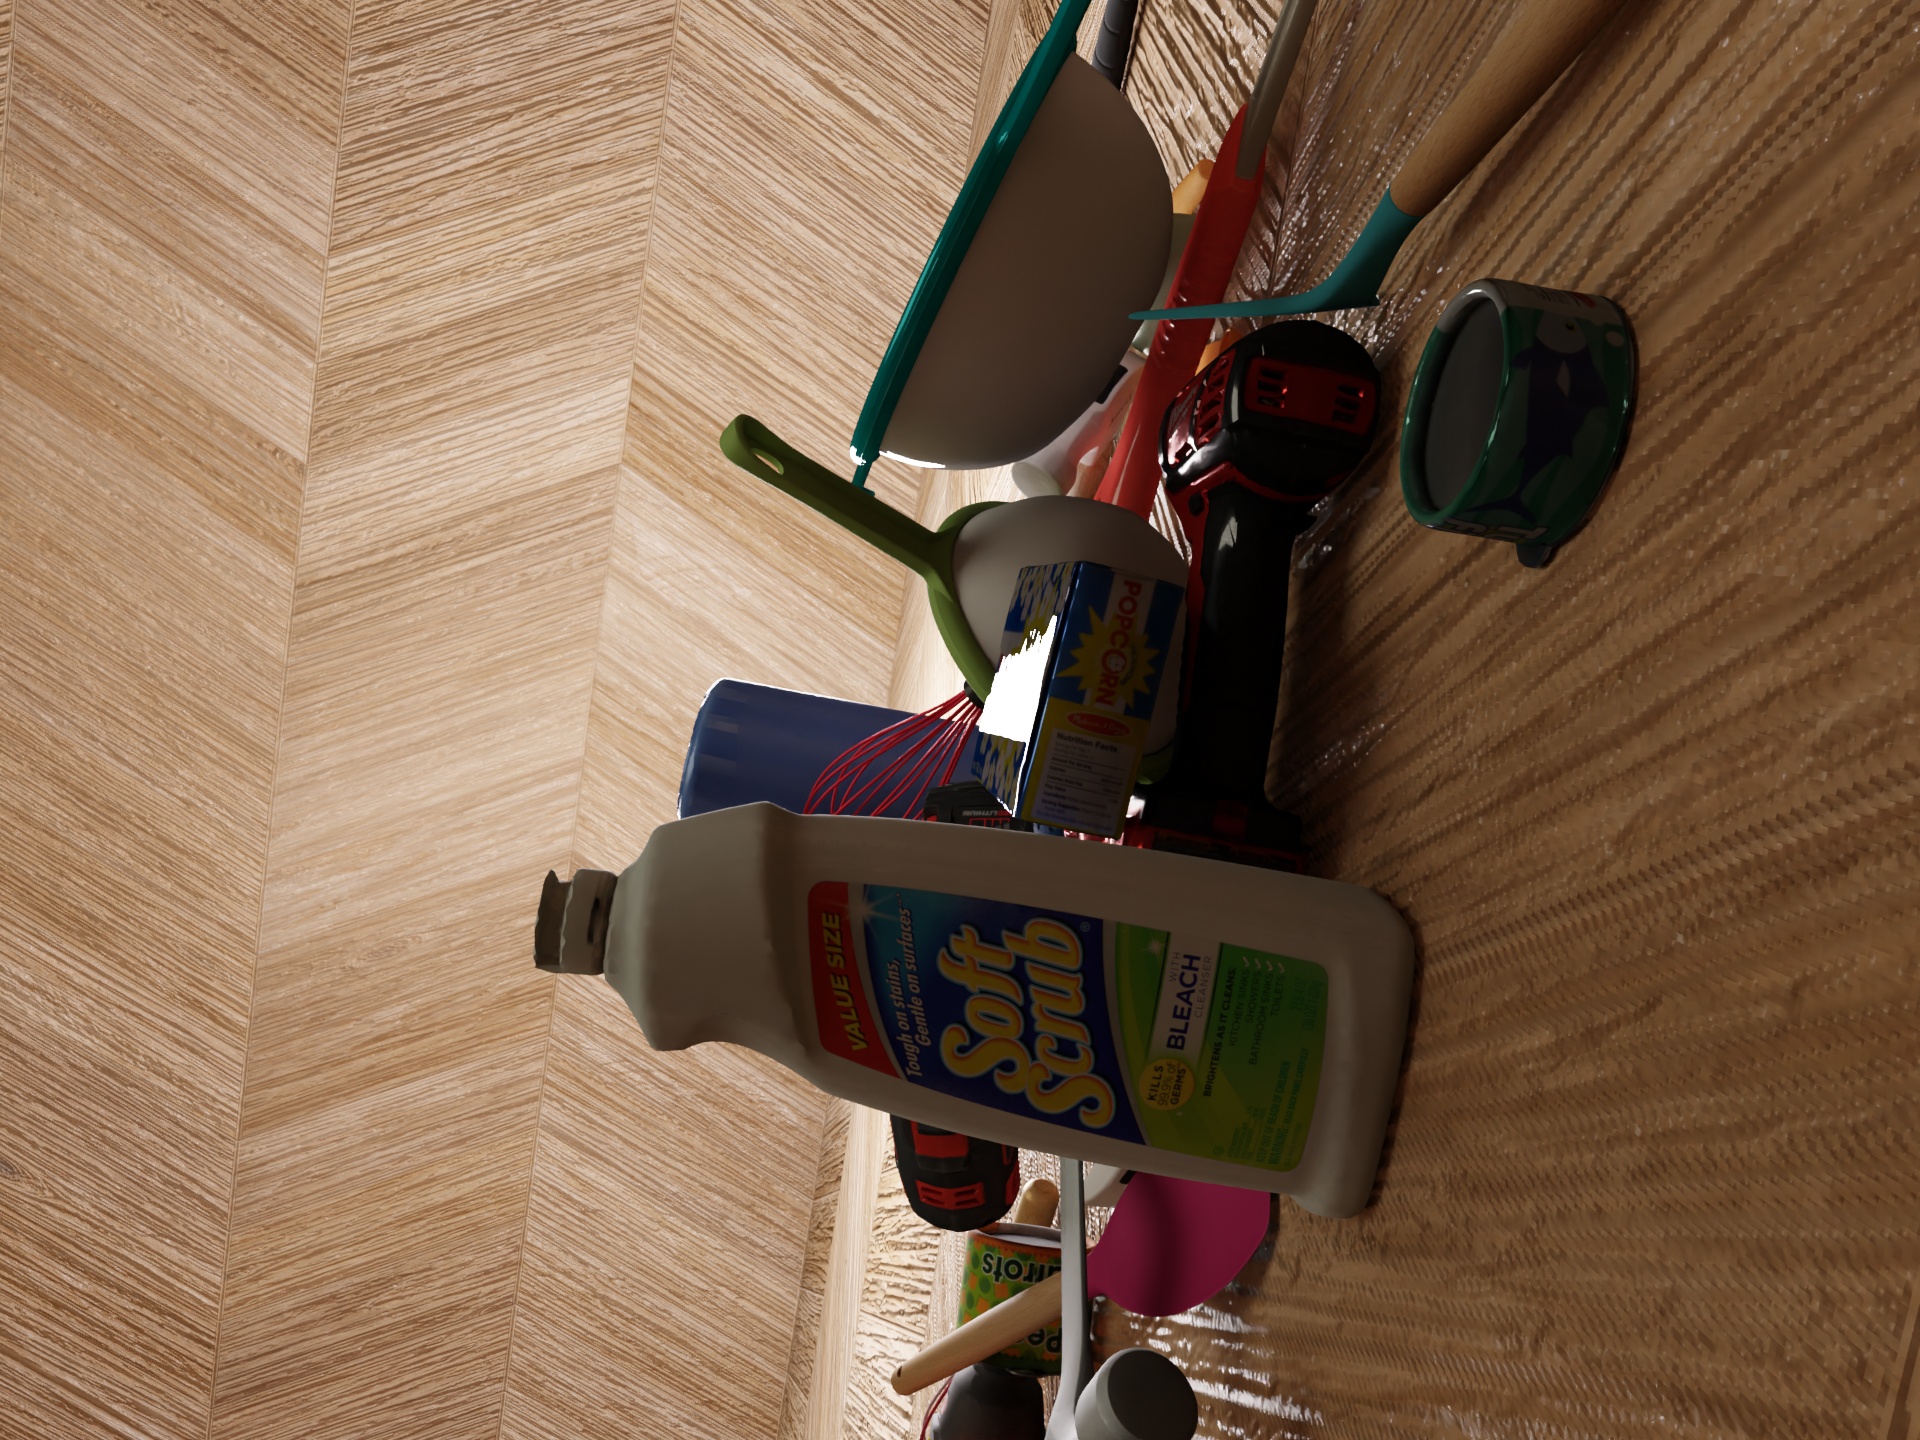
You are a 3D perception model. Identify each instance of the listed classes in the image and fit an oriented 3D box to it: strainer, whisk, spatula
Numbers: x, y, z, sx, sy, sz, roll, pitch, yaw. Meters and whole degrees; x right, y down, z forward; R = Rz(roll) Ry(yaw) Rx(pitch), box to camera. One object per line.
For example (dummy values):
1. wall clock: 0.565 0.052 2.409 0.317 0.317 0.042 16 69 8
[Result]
1. strainer: 0.021 -0.075 0.682 0.069 0.256 0.152 -40 33 37
2. whisk: 0.016 0.366 0.922 0.051 0.047 0.244 -94 17 -65
3. strainer: 0.050 -0.208 0.658 0.211 0.095 0.340 -65 6 -18
4. spatula: 0.142 -0.179 0.469 0.317 0.082 0.044 133 128 -69
5. whisk: -0.001 -0.003 0.921 0.295 0.073 0.073 -46 27 31
6. spatula: 0.095 -0.253 0.993 0.081 0.041 0.322 -49 4 -19

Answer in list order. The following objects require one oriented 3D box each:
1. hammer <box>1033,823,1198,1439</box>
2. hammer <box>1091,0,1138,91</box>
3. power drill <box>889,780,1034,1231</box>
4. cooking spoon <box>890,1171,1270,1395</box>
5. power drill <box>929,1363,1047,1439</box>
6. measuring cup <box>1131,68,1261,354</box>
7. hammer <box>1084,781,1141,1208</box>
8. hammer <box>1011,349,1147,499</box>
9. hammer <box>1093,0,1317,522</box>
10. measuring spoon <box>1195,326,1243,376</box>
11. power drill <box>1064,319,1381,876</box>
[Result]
1. hammer: 0.042 0.131 0.669 0.406 0.035 0.144 -88 15 -48
2. hammer: 0.122 -0.551 1.136 0.149 0.036 0.408 -89 9 -53
3. power drill: 0.005 0.116 0.809 0.227 0.080 0.187 -71 -23 -58
4. cooking spoon: 0.040 0.242 0.667 0.318 0.017 0.069 -50 26 47
5. power drill: 0.015 0.396 0.739 0.226 0.084 0.164 -130 49 -86
6. measuring cup: 0.117 -0.257 0.807 0.167 0.038 0.083 103 172 -52
7. hammer: 0.078 0.075 0.770 0.335 0.035 0.146 -89 11 -48
8. hammer: 0.065 -0.102 0.951 0.130 0.031 0.331 -54 -12 -22
9. hammer: 0.116 -0.226 0.717 0.149 0.036 0.358 -85 9 -49
10. measuring spoon: 0.125 -0.175 0.789 0.117 0.011 0.021 -130 52 -86
11. power drill: 0.094 -0.028 0.596 0.143 0.078 0.220 168 113 -83
